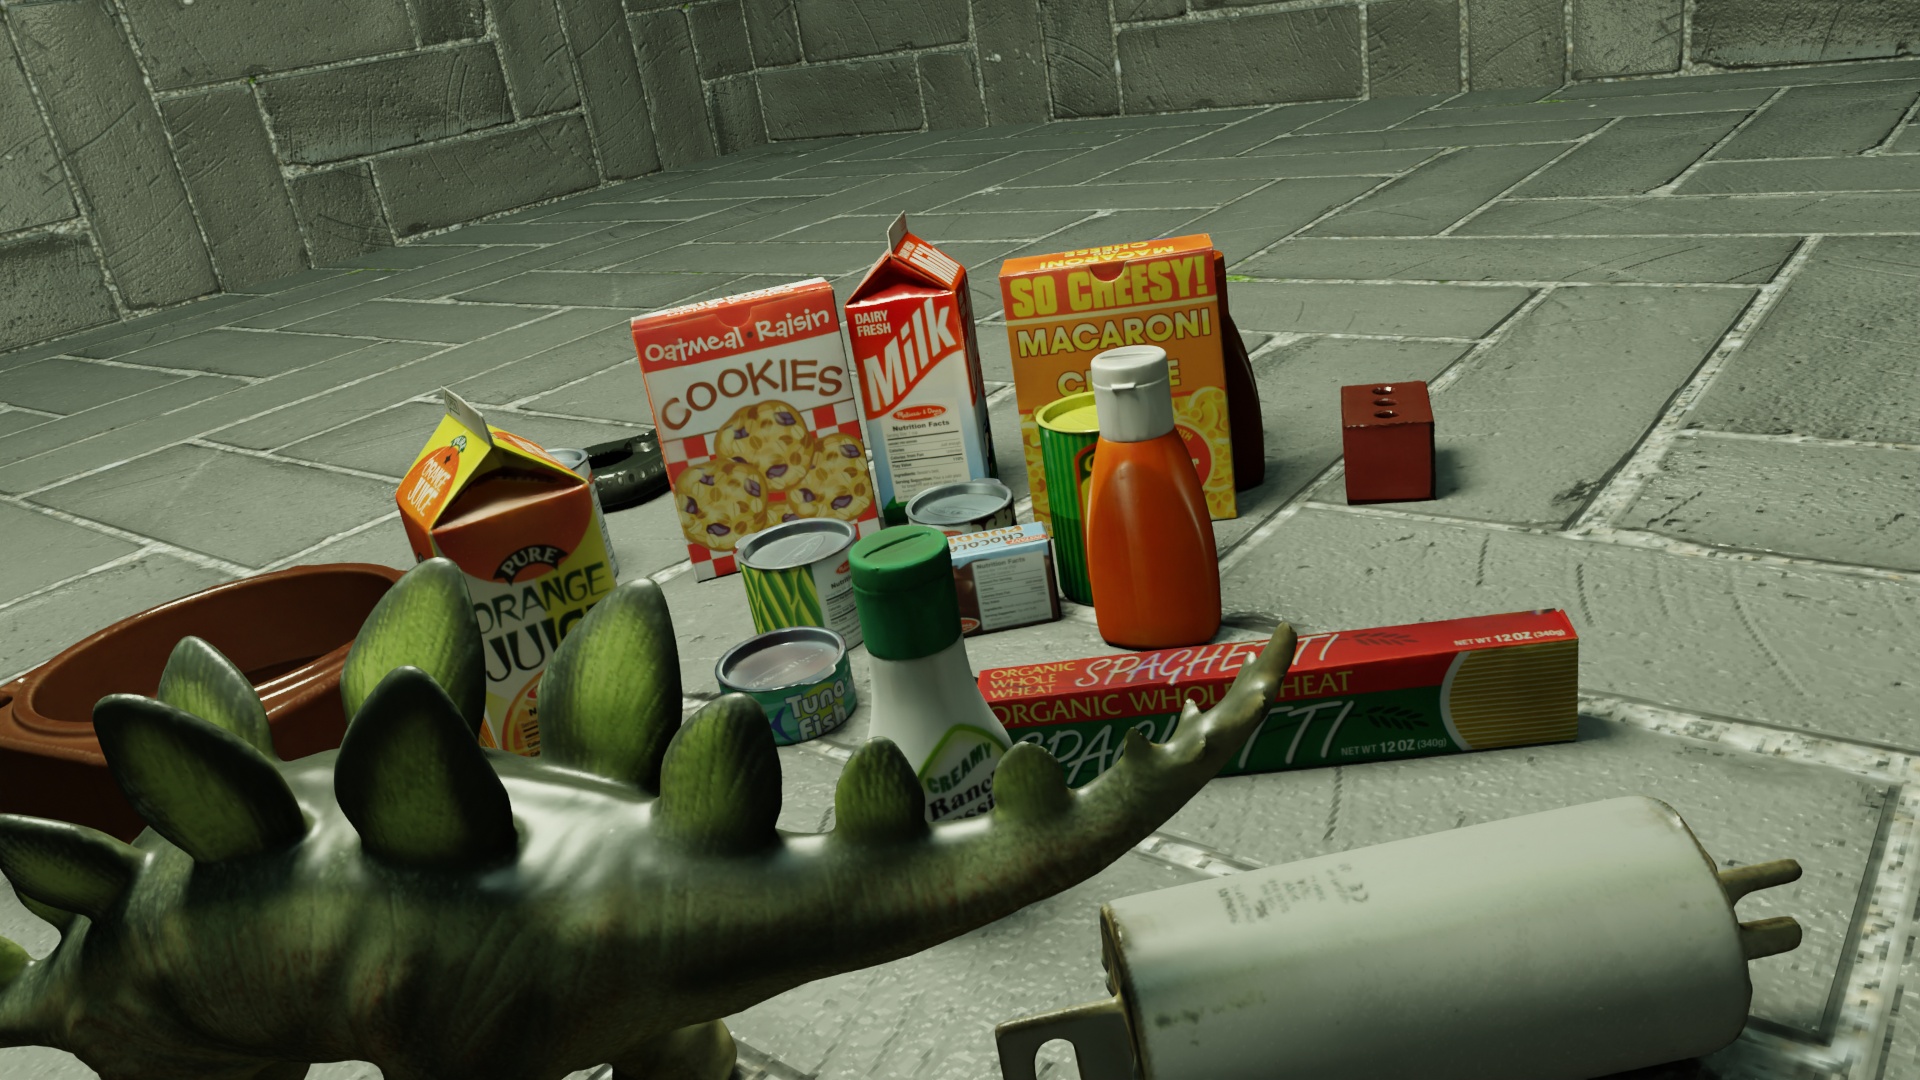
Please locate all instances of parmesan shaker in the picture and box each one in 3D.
[{"bbox_3d":[0.083,-0.024,0.759,0.071,0.102,0.071,-8,22,4],"label":"parmesan shaker"}]

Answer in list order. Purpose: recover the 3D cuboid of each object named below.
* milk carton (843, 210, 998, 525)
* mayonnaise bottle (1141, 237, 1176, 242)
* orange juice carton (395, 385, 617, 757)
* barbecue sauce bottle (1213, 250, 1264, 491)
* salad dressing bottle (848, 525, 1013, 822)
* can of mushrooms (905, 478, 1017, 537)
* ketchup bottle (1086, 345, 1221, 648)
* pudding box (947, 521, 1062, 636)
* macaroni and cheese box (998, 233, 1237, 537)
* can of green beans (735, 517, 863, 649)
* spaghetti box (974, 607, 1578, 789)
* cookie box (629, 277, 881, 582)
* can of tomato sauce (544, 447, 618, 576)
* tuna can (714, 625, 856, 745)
[{"bbox_3d":[-0.026,-0.113,0.901,0.073,0.189,0.072,-6,22,8],"label":"milk carton"},{"bbox_3d":[0.137,-0.122,0.911,0.065,0.147,0.041,3,26,29],"label":"mayonnaise bottle"},{"bbox_3d":[-0.202,0.025,0.640,0.073,0.192,0.072,-21,25,-26],"label":"orange juice carton"},{"bbox_3d":[0.151,-0.103,0.860,0.065,0.148,0.044,-11,22,-2],"label":"barbecue sauce bottle"},{"bbox_3d":[-0.012,0.068,0.519,0.064,0.147,0.044,-22,25,-27],"label":"salad dressing bottle"},{"bbox_3d":[0.003,-0.011,0.850,0.071,0.033,0.071,-8,22,4],"label":"can of mushrooms"},{"bbox_3d":[0.091,-0.020,0.686,0.065,0.148,0.044,-2,23,19],"label":"ketchup bottle"},{"bbox_3d":[0.009,0.023,0.747,0.084,0.049,0.030,-10,22,-1],"label":"pudding box"},{"bbox_3d":[0.096,-0.089,0.826,0.124,0.165,0.040,-6,22,8],"label":"macaroni and cheese box"},{"bbox_3d":[-0.085,0.027,0.765,0.071,0.057,0.071,-8,22,4],"label":"can of green beans"},{"bbox_3d":[0.129,0.069,0.586,0.250,0.050,0.029,-7,22,7],"label":"spaghetti box"},{"bbox_3d":[-0.125,-0.069,0.867,0.123,0.166,0.040,-14,22,-11],"label":"cookie box"},{"bbox_3d":[-0.264,-0.009,0.891,0.071,0.082,0.071,-8,22,4],"label":"can of tomato sauce"},{"bbox_3d":[-0.085,0.072,0.689,0.071,0.032,0.071,-8,22,4],"label":"tuna can"}]
